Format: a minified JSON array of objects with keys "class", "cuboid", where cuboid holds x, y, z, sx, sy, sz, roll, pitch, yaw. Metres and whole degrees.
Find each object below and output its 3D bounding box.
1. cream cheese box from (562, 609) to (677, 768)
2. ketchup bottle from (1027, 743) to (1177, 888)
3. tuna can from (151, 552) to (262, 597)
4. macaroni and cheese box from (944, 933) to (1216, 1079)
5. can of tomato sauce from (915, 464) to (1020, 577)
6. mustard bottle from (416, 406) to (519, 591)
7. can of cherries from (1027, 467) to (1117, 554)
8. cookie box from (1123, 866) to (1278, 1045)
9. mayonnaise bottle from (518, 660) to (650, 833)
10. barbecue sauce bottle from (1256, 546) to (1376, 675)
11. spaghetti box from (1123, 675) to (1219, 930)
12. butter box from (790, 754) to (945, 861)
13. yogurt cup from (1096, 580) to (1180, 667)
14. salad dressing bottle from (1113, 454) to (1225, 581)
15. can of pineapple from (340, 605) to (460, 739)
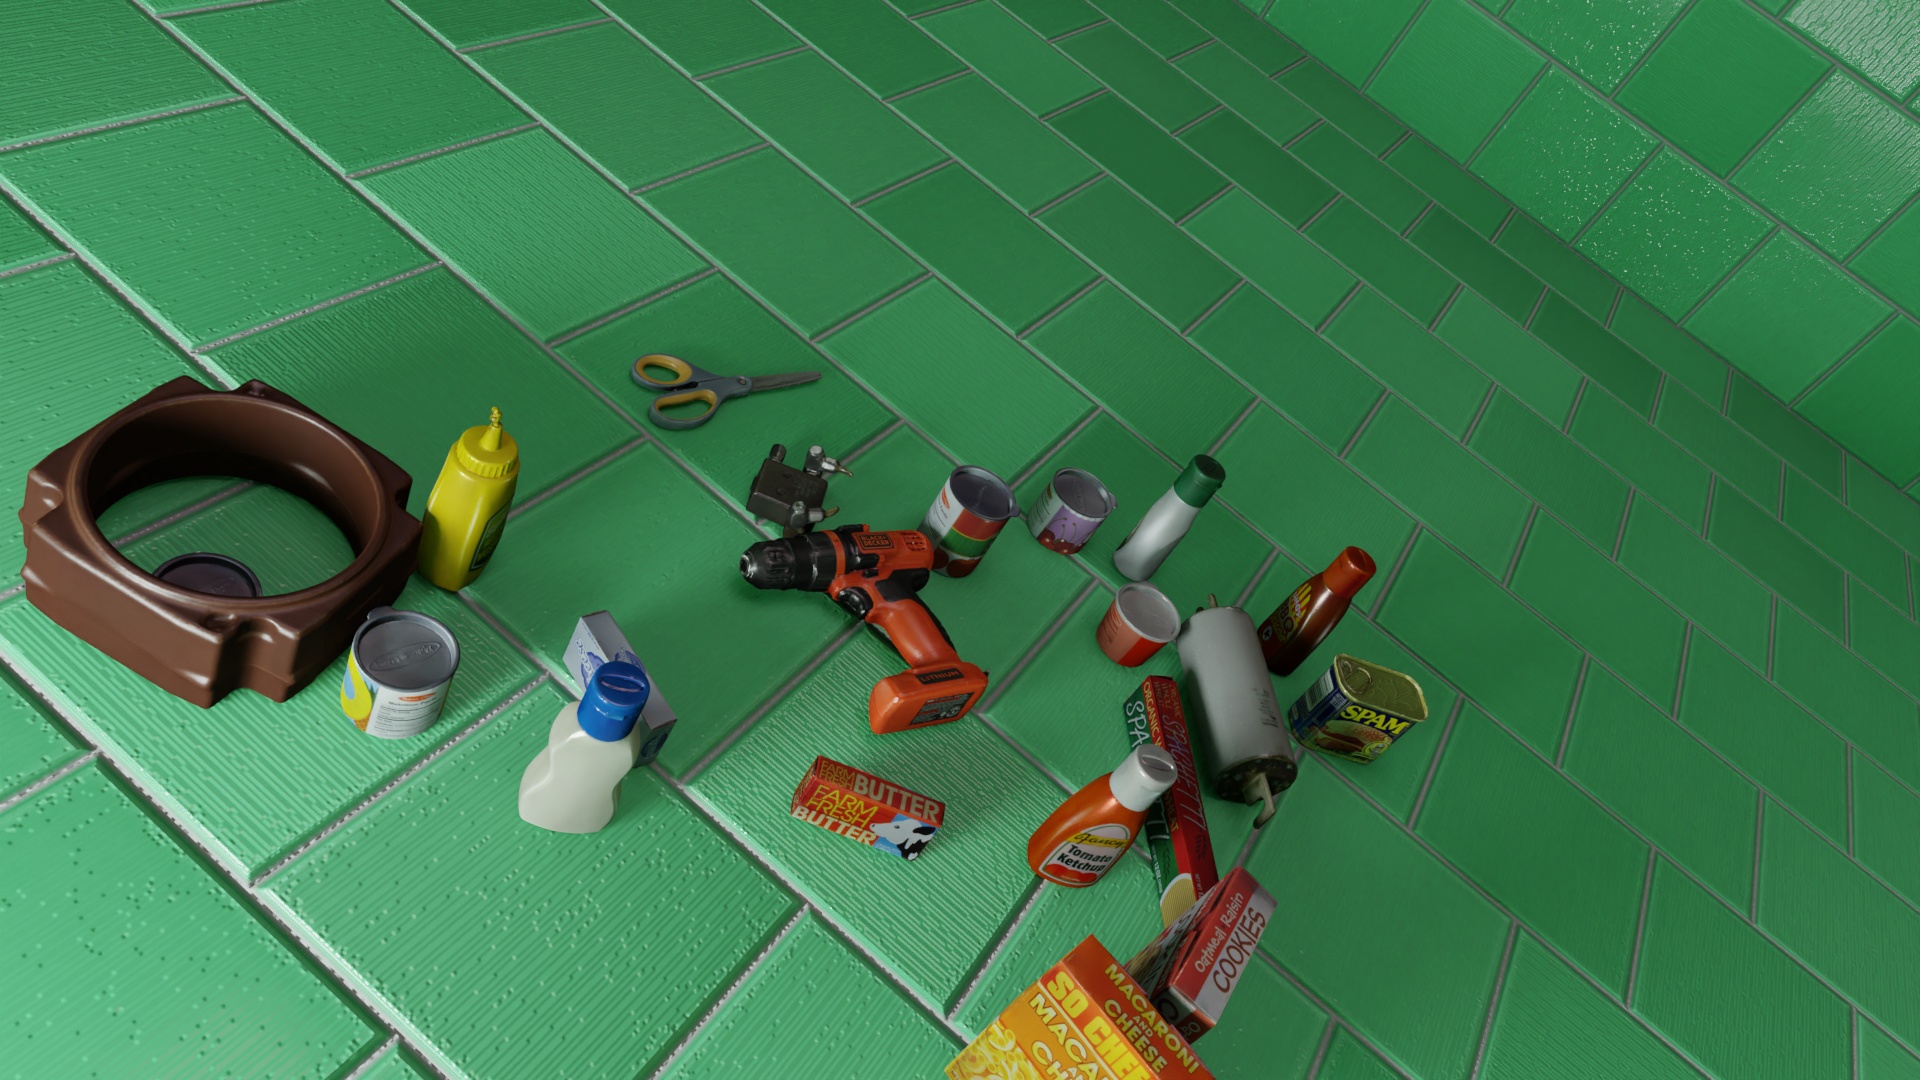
[{"class":"cream cheese box","cuboid":[-0.243,0.106,0.989,0.024,0.053,0.104,-16,60,-43]},{"class":"ketchup bottle","cuboid":[0.110,0.208,1.049,0.065,0.148,0.044,19,41,-18]},{"class":"tuna can","cuboid":[-0.489,0.044,0.901,0.071,0.032,0.071,19,41,-17]},{"class":"macaroni and cheese box","cuboid":[0.074,0.340,0.876,0.124,0.165,0.040,48,41,17]},{"class":"can of tomato sauce","cuboid":[0.004,-0.016,1.258,0.071,0.082,0.071,19,41,-17]},{"class":"mustard bottle","cuboid":[-0.343,-0.033,0.979,0.049,0.159,0.066,29,39,-5]},{"class":"can of cherries","cuboid":[0.109,-0.027,1.360,0.071,0.058,0.072,19,41,-17]},{"class":"cookie box","cuboid":[0.137,0.310,0.948,0.040,0.166,0.123,40,40,7]},{"class":"mayonnaise bottle","cuboid":[-0.237,0.134,0.890,0.065,0.147,0.041,15,43,-22]},{"class":"barbecue sauce bottle","cuboid":[0.346,0.066,1.355,0.044,0.147,0.065,21,41,-15]},{"class":"spaghetti box","cuboid":[0.176,0.223,1.156,0.029,0.050,0.251,16,42,-21]},{"class":"butter box","cuboid":[-0.068,0.196,1.015,0.103,0.052,0.024,24,40,-12]},{"class":"yogurt cup","cuboid":[0.162,0.081,1.289,0.072,0.053,0.073,19,41,-17]},{"class":"salad dressing bottle","cuboid":[0.203,-0.022,1.347,0.044,0.147,0.064,45,40,13]},{"class":"can of pineapple","cuboid":[-0.371,0.087,0.918,0.071,0.057,0.071,19,41,-17]}]
